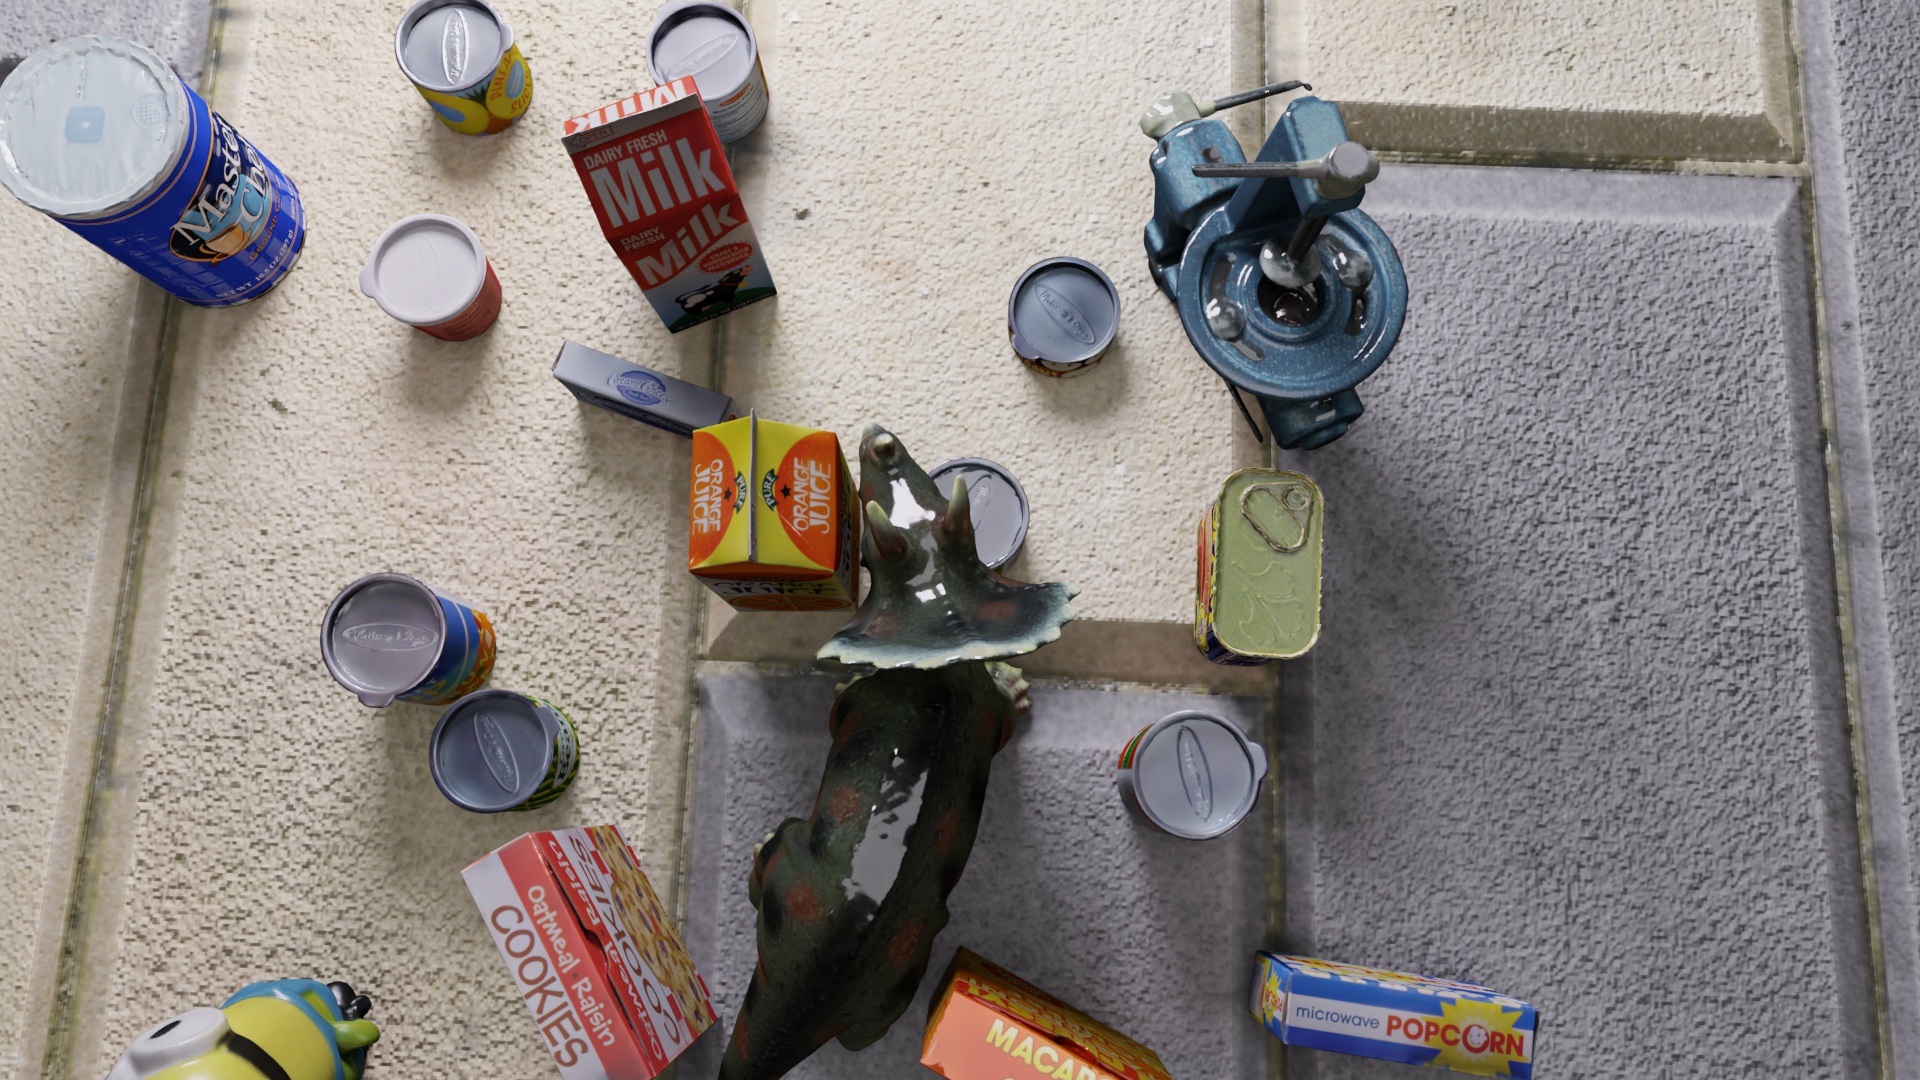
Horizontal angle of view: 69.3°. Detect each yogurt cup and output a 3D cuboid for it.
[{"bbox_3d":[-0.306,-0.151,0.821,0.072,0.054,0.072,0,79,0],"label":"yogurt cup"}]

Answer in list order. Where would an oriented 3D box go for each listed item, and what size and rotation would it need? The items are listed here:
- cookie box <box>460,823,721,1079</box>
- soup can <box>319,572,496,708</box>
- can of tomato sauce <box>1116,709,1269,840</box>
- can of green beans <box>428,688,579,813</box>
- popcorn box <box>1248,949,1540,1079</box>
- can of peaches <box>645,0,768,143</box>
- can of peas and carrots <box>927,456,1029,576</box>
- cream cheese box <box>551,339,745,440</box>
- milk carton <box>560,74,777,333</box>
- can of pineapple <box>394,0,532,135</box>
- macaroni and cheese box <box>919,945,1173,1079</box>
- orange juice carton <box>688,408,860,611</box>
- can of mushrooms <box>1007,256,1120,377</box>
[{"bbox_3d":[-0.177,0.205,0.693,0.040,0.167,0.123,-30,81,-5],"label":"cookie box"},{"bbox_3d":[-0.302,0.059,0.764,0.071,0.083,0.071,0,79,0],"label":"soup can"},{"bbox_3d":[0.123,0.126,0.751,0.071,0.083,0.071,0,79,0],"label":"can of tomato sauce"},{"bbox_3d":[-0.250,0.117,0.766,0.071,0.057,0.071,0,79,0],"label":"can of green beans"},{"bbox_3d":[0.222,0.247,0.727,0.127,0.085,0.038,8,80,2],"label":"popcorn box"},{"bbox_3d":[-0.154,-0.285,0.845,0.071,0.058,0.071,0,79,0],"label":"can of peaches"},{"bbox_3d":[0.003,-0.010,0.790,0.071,0.058,0.071,0,79,0],"label":"can of peas and carrots"},{"bbox_3d":[-0.180,-0.083,0.807,0.104,0.053,0.024,19,80,4],"label":"cream cheese box"},{"bbox_3d":[-0.158,-0.186,0.758,0.072,0.190,0.073,-21,80,-4],"label":"milk carton"},{"bbox_3d":[-0.299,-0.289,0.845,0.071,0.057,0.071,0,79,0],"label":"can of pineapple"},{"bbox_3d":[0.044,0.253,0.684,0.124,0.166,0.040,27,81,5],"label":"macaroni and cheese box"},{"bbox_3d":[-0.095,-0.010,0.722,0.073,0.192,0.072,0,80,0],"label":"orange juice carton"},{"bbox_3d":[0.059,-0.131,0.827,0.071,0.033,0.071,0,79,0],"label":"can of mushrooms"}]
